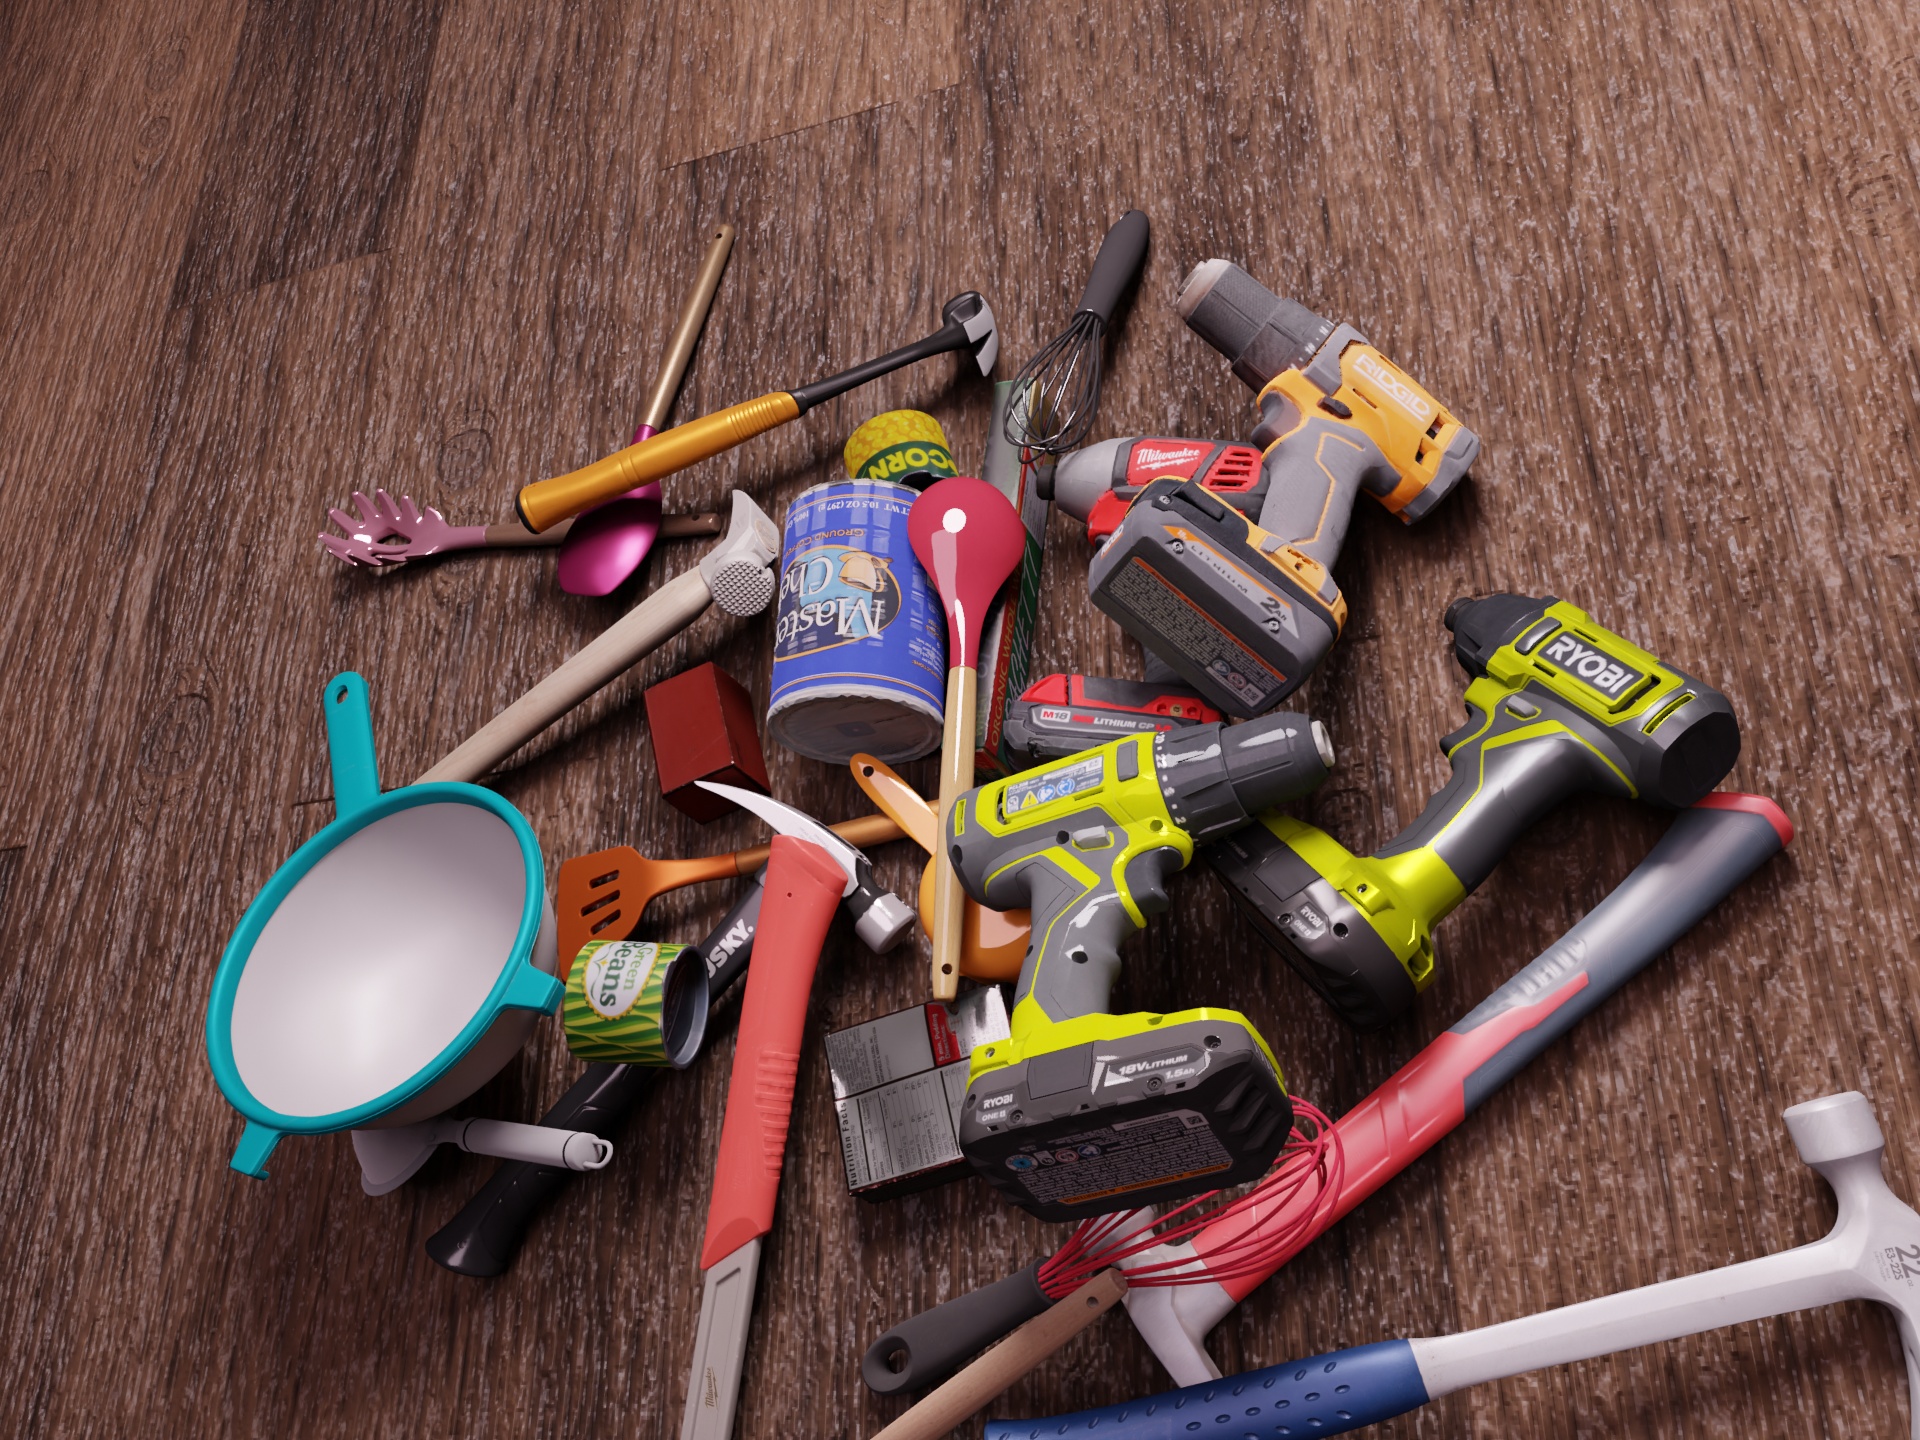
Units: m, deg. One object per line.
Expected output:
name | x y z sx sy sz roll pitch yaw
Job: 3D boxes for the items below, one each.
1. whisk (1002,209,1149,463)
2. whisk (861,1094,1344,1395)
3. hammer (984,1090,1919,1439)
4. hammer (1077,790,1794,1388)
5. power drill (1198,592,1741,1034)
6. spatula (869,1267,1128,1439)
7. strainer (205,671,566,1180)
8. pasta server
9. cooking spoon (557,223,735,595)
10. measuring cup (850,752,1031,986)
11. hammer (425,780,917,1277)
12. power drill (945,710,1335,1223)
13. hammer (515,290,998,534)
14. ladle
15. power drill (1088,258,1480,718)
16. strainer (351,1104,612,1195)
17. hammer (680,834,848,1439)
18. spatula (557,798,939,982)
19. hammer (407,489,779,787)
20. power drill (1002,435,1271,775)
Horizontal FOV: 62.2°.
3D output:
whisk | 0.078 -0.242 0.978 0.055 0.055 0.239 5 50 24
whisk | 0.056 0.255 0.740 0.296 0.073 0.073 -38 56 28
hammer | 0.209 0.283 0.682 0.405 0.035 0.144 -17 70 8
hammer | 0.244 0.178 0.748 0.386 0.038 0.143 -40 60 1
power drill | 0.236 0.033 0.784 0.223 0.080 0.171 -39 36 -2
spatula | -0.042 0.342 0.738 0.316 0.018 0.060 -43 78 19
strainer | -0.327 0.104 0.937 0.211 0.095 0.341 -30 47 2
pasta server | -0.313 -0.136 1.122 0.316 0.040 0.060 0 59 21
cooking spoon | -0.212 -0.225 1.118 0.069 0.017 0.319 6 64 20
measuring cup | -0.008 0.071 0.875 0.095 0.052 0.174 -46 70 -2
hammer | -0.186 0.184 0.908 0.146 0.035 0.335 42 92 15
power drill | 0.083 0.095 0.721 0.190 0.080 0.229 -19 39 21
hammer | -0.135 -0.192 1.025 0.337 0.034 0.127 -21 23 8
ladle | -0.001 -0.003 0.866 0.069 0.031 0.316 5 66 -6
power drill | 0.154 -0.134 0.832 0.185 0.084 0.226 39 59 0
strainer | -0.277 0.229 0.890 0.258 0.050 0.087 -6 49 39
hammer | -0.121 0.239 0.840 0.149 0.036 0.359 3 79 23
spatula | -0.105 0.082 0.947 0.322 0.041 0.081 -14 63 11
hammer | -0.283 -0.002 1.032 0.410 0.038 0.146 -36 25 11
power drill | 0.096 -0.063 0.893 0.143 0.078 0.220 7 66 16
